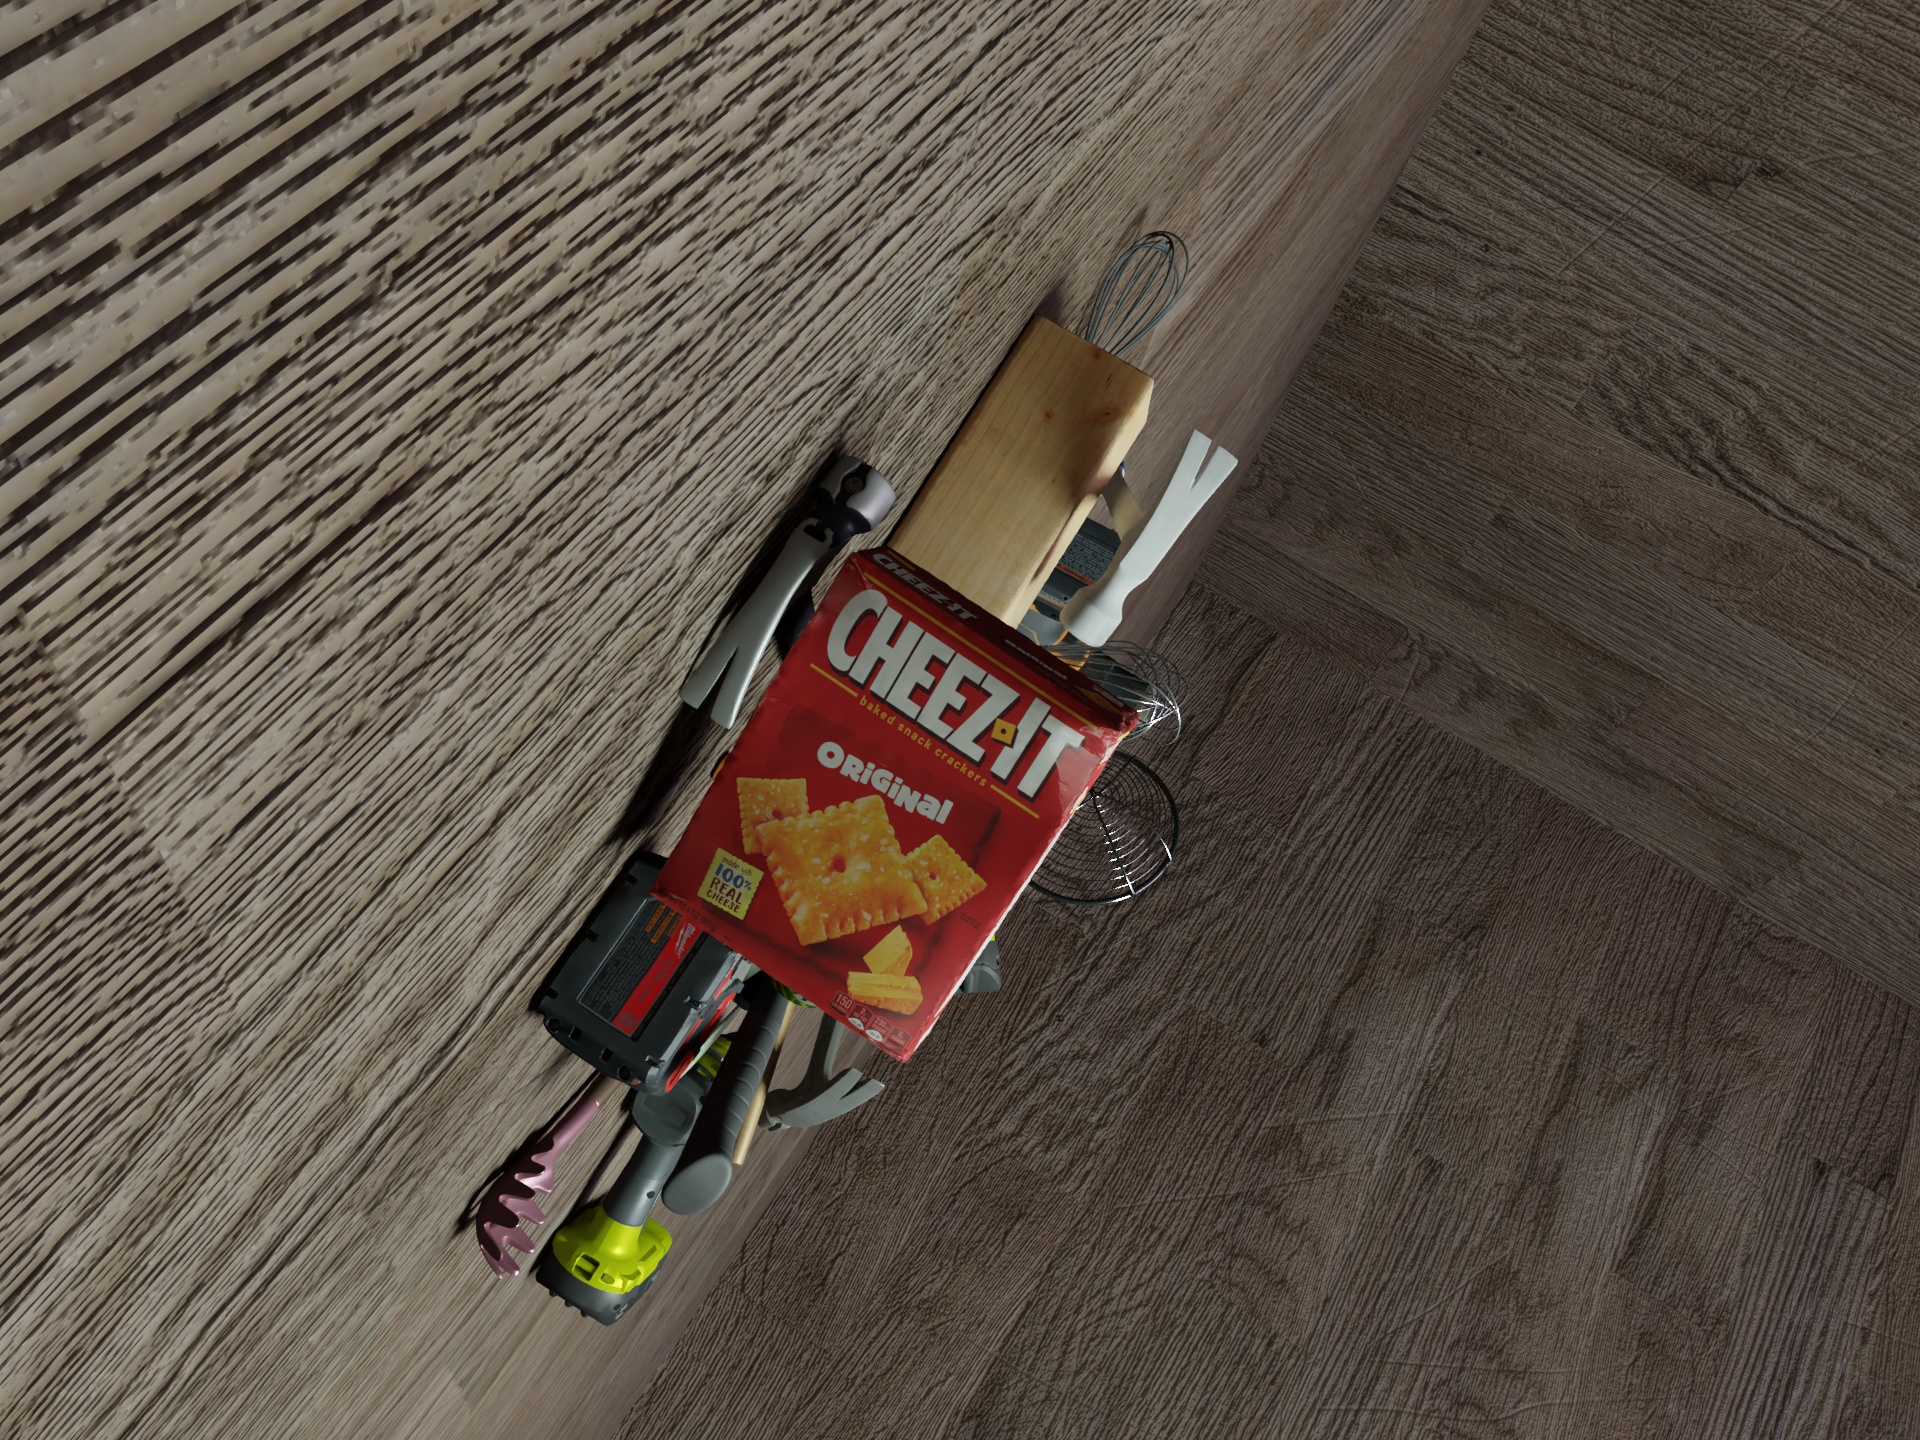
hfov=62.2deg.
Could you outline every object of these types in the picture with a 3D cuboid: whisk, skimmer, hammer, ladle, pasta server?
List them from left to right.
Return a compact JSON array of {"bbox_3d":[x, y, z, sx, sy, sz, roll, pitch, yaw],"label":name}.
[{"bbox_3d":[-0.234,0.249,1.098,0.316,0.040,0.060,-51,158,-49],"label":"pasta server"},{"bbox_3d":[-0.135,0.198,1.082,0.146,0.035,0.335,-34,-161,29],"label":"hammer"},{"bbox_3d":[-0.091,-0.015,0.975,0.149,0.036,0.408,-55,172,-14],"label":"hammer"},{"bbox_3d":[-0.116,0.191,1.248,0.078,0.062,0.320,125,-17,-72],"label":"ladle"},{"bbox_3d":[-0.074,0.156,1.296,0.149,0.036,0.359,-34,-149,46],"label":"hammer"},{"bbox_3d":[-0.011,0.134,1.165,0.363,0.127,0.090,-33,145,25],"label":"skimmer"},{"bbox_3d":[0.047,-0.040,1.083,0.070,0.285,0.070,-12,111,-35],"label":"whisk"},{"bbox_3d":[0.092,-0.251,1.170,0.239,0.055,0.055,-58,173,22],"label":"whisk"},{"bbox_3d":[0.114,-0.176,1.153,0.144,0.035,0.406,-53,-167,17],"label":"hammer"}]

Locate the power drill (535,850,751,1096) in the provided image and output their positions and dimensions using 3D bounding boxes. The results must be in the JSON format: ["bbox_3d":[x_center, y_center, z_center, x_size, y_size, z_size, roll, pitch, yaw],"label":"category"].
[{"bbox_3d":[-0.165,0.141,0.980,0.188,0.080,0.226,-56,175,-12],"label":"power drill"}]

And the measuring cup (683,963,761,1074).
[{"bbox_3d":[-0.190,0.218,1.257,0.168,0.038,0.083,-49,168,-40],"label":"measuring cup"}]

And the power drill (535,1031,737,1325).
[{"bbox_3d":[-0.248,0.366,1.327,0.228,0.080,0.190,-62,172,6],"label":"power drill"}]

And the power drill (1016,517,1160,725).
[{"bbox_3d":[0.089,-0.080,1.314,0.084,0.185,0.226,-57,169,-20],"label":"power drill"}]

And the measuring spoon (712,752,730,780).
[{"bbox_3d":[-0.136,0.040,0.988,0.021,0.011,0.117,-57,172,-9],"label":"measuring spoon"}]

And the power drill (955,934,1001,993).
[{"bbox_3d":[-0.023,0.064,1.034,0.171,0.080,0.223,138,-51,-80],"label":"power drill"}]
